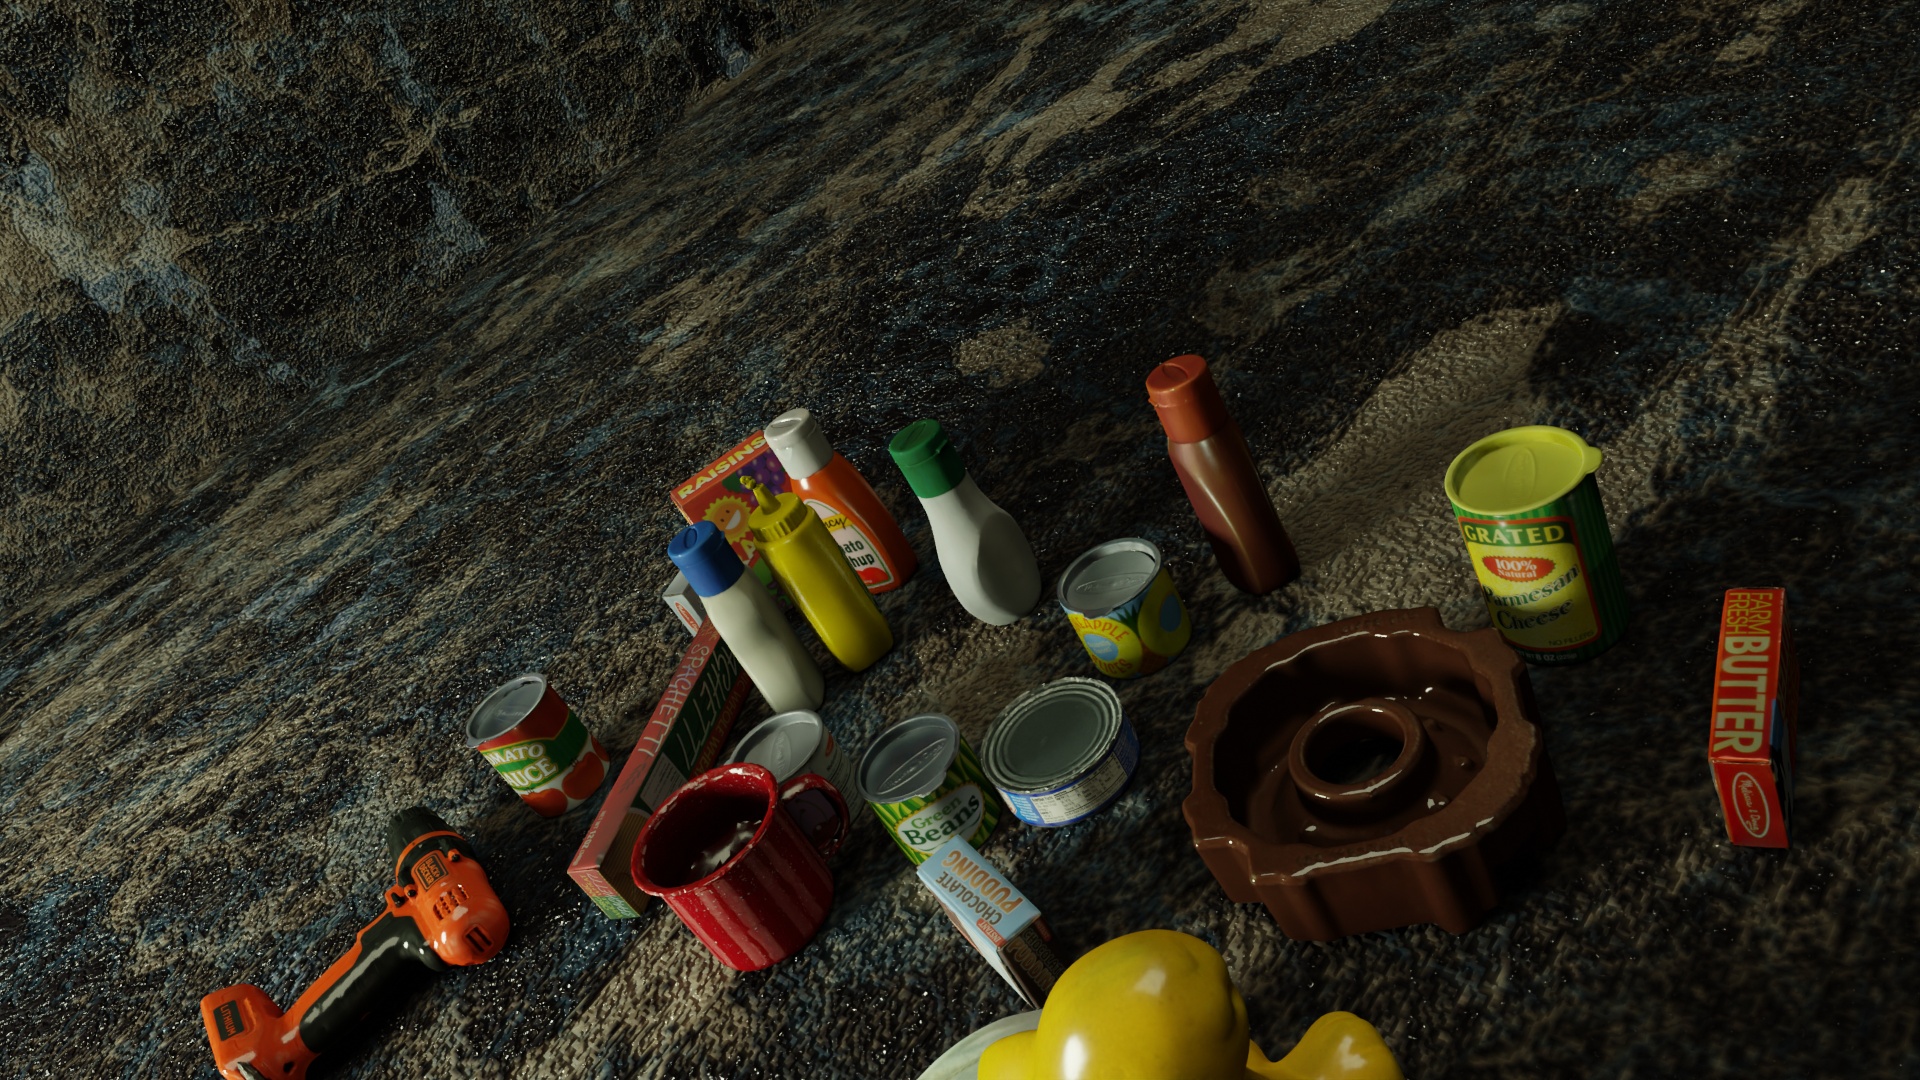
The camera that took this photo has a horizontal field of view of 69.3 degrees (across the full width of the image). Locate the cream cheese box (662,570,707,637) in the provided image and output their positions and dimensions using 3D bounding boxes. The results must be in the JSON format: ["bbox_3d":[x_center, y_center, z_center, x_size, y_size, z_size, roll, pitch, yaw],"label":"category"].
[{"bbox_3d":[-0.193,0.029,1.109,0.024,0.053,0.104,-10,35,31],"label":"cream cheese box"}]

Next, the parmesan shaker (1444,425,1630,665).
[{"bbox_3d":[0.288,0.004,0.682,0.071,0.102,0.072,-22,31,14],"label":"parmesan shaker"}]

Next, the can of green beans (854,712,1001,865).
[{"bbox_3d":[-0.018,0.141,0.784,0.071,0.057,0.071,-22,31,14],"label":"can of green beans"}]

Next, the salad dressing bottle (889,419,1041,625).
[{"bbox_3d":[0.003,-0.011,0.906,0.044,0.147,0.064,0,41,41],"label":"salad dressing bottle"}]

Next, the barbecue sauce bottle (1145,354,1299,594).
[{"bbox_3d":[0.152,-0.039,0.818,0.044,0.148,0.065,-31,30,-2],"label":"barbecue sauce bottle"}]

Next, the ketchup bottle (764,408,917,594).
[{"bbox_3d":[-0.090,-0.028,1.010,0.064,0.148,0.044,-6,38,36],"label":"ketchup bottle"}]

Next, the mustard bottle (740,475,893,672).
[{"bbox_3d":[-0.102,0.017,0.941,0.049,0.159,0.065,-35,30,-8],"label":"mustard bottle"}]

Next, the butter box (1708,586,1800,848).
[{"bbox_3d":[0.336,0.072,0.586,0.024,0.053,0.104,-5,38,37],"label":"butter box"}]

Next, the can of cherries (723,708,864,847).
[{"bbox_3d":[-0.101,0.147,0.847,0.071,0.058,0.072,-22,31,14],"label":"can of cherries"}]

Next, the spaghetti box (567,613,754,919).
[{"bbox_3d":[-0.190,0.139,0.943,0.028,0.050,0.251,-14,34,26],"label":"spaghetti box"}]

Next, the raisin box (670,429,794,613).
[{"bbox_3d":[-0.151,-0.009,1.059,0.086,0.123,0.040,-35,30,-9],"label":"raisin box"}]

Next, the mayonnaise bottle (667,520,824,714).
[{"bbox_3d":[-0.143,0.053,0.934,0.041,0.147,0.065,-28,30,4],"label":"mayonnaise bottle"}]

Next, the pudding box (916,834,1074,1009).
[{"bbox_3d":[0.017,0.188,0.691,0.030,0.049,0.084,-39,31,-14],"label":"pudding box"}]

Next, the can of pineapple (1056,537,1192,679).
[{"bbox_3d":[0.098,0.042,0.833,0.071,0.057,0.071,-22,31,14],"label":"can of pineapple"}]

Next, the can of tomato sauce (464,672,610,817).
[{"bbox_3d":[-0.302,0.148,0.993,0.071,0.082,0.071,-22,31,14],"label":"can of tomato sauce"}]
